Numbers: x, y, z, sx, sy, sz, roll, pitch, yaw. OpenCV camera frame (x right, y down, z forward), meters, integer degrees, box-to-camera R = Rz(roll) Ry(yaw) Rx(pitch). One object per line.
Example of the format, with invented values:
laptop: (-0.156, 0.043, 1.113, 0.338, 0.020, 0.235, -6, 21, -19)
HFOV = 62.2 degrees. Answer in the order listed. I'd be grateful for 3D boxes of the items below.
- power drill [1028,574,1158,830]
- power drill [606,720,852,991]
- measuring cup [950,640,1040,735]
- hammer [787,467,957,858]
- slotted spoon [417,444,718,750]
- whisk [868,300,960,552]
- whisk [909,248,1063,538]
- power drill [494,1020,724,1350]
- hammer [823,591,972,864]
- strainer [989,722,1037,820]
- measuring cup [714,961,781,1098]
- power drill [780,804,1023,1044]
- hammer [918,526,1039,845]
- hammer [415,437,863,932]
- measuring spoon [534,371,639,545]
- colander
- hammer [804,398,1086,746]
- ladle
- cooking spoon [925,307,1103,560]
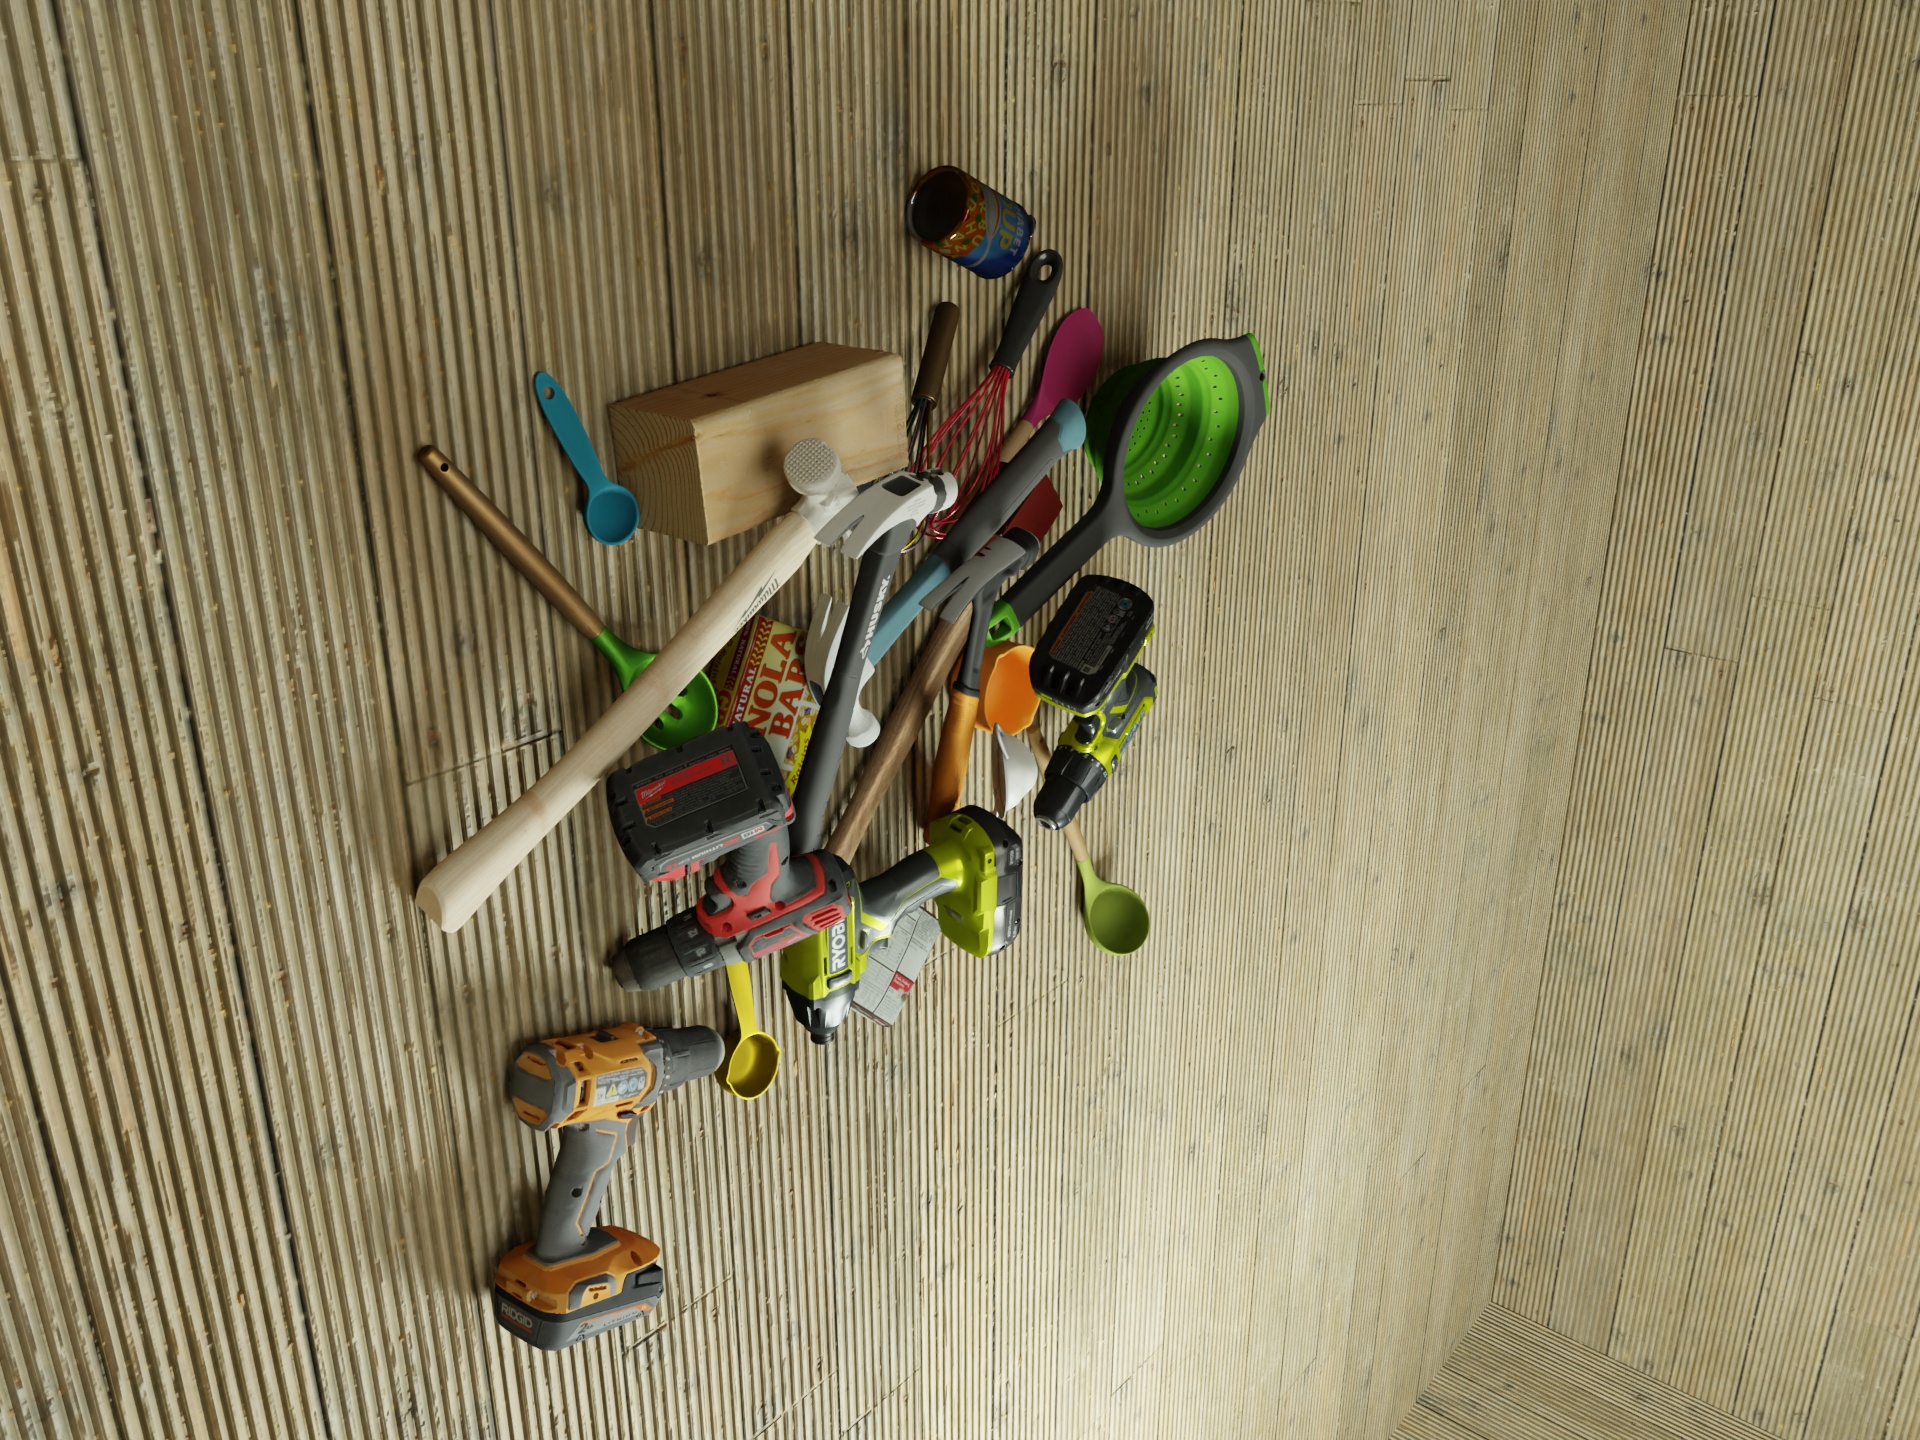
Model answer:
power drill: (0.122, -0.013, 1.509, 0.191, 0.080, 0.228, -57, 159, -23)
power drill: (-0.186, 0.114, 1.154, 0.188, 0.080, 0.226, -23, 146, -6)
measuring cup: (0.053, -0.064, 1.489, 0.174, 0.052, 0.095, -55, 140, -25)
hammer: (-0.090, -0.025, 1.191, 0.146, 0.035, 0.334, -34, 147, -57)
slotted spoon: (-0.266, -0.079, 1.095, 0.070, 0.031, 0.313, -58, 139, -20)
whisk: (-0.038, -0.238, 1.271, 0.051, 0.047, 0.245, 43, 52, -47)
whisk: (0.027, -0.284, 1.363, 0.073, 0.073, 0.296, 44, 63, -50)
power drill: (-0.265, 0.343, 1.222, 0.185, 0.084, 0.226, 0, 99, -53)
hammer: (-0.066, 0.032, 1.390, 0.129, 0.031, 0.331, 43, 69, -51)
strainer: (0.033, 0.088, 1.468, 0.050, 0.087, 0.258, 1, 140, -11)
measuring cup: (-0.189, 0.240, 1.328, 0.062, 0.029, 0.156, -21, 108, -47)
power drill: (-0.054, 0.172, 1.368, 0.223, 0.080, 0.171, -19, 121, -36)
hammer: (-0.002, -0.004, 1.363, 0.127, 0.034, 0.336, -42, 153, -39)
hammer: (-0.213, -0.013, 1.105, 0.410, 0.038, 0.146, -48, 159, -8)
measuring spoon: (-0.259, -0.177, 1.077, 0.042, 0.021, 0.128, -42, 125, -31)
colander: (0.130, -0.221, 1.500, 0.397, 0.095, 0.204, -45, 140, -17)
hammer: (-0.007, -0.135, 1.295, 0.331, 0.033, 0.128, -49, 140, -15)
ladle: (0.130, 0.127, 1.660, 0.078, 0.062, 0.319, -49, 134, -29)
cooking spoon: (0.046, -0.248, 1.434, 0.319, 0.017, 0.068, -58, 134, -20)
